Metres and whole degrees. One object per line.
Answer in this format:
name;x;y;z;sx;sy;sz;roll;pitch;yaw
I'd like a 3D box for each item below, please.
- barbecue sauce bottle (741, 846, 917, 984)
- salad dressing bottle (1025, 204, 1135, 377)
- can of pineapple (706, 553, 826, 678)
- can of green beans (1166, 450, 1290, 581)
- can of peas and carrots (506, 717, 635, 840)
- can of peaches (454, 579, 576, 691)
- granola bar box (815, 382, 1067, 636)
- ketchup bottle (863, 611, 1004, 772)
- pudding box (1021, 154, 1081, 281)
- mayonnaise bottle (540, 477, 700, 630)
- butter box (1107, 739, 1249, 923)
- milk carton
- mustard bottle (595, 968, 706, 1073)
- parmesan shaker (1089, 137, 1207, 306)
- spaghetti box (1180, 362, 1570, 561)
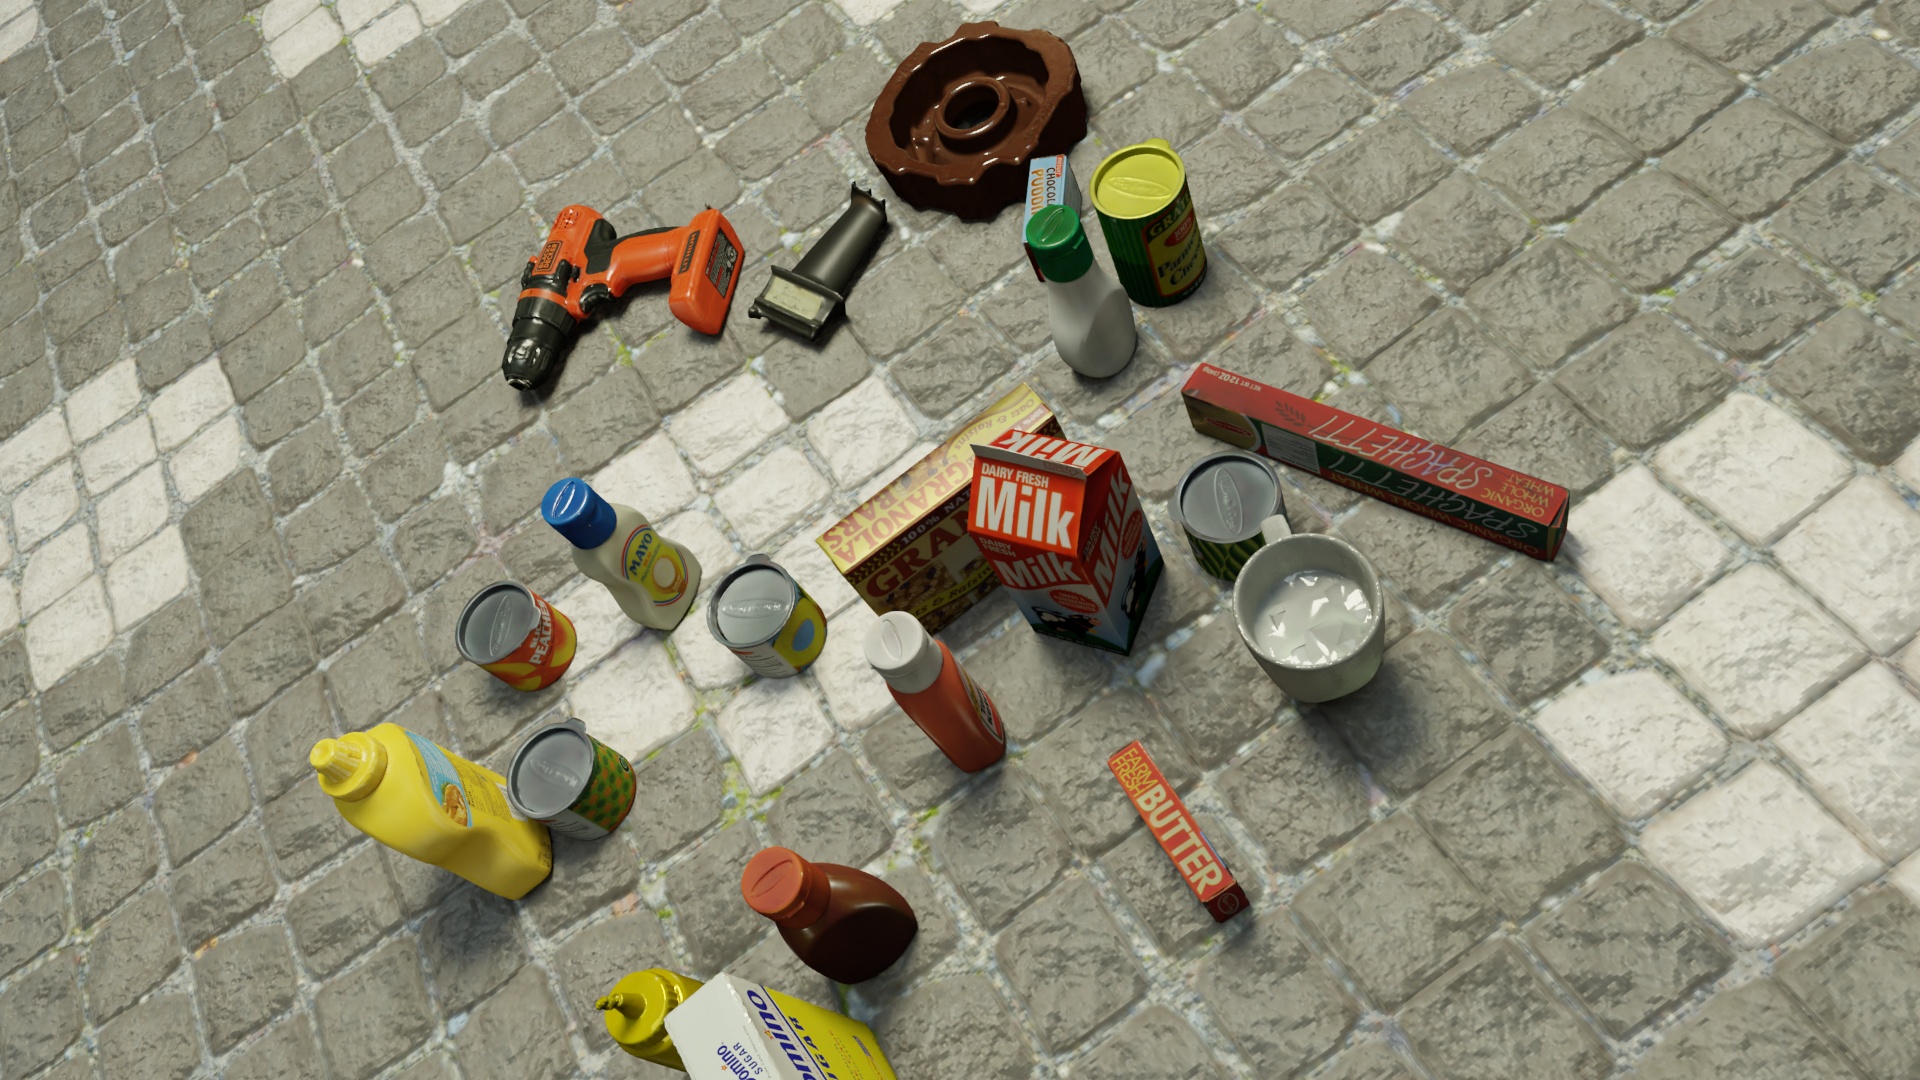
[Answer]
barbecue sauce bottle;-0.077;0.213;0.796;0.065;0.148;0.044;-39;57;-3
salad dressing bottle;0.082;-0.169;0.949;0.044;0.147;0.064;27;75;30
can of pineapple;-0.132;0.054;0.959;0.071;0.057;0.071;-9;60;16
can of green beans;0.174;-0.015;0.884;0.071;0.057;0.071;-9;60;16
can of peas and carrots;-0.263;0.163;0.946;0.071;0.058;0.071;-9;60;16
can of peaches;-0.323;0.071;1.019;0.071;0.058;0.071;-9;60;16
granola bar box;0.003;-0.011;0.905;0.165;0.124;0.039;-37;57;-2
ketchup bottle;-0.016;0.090;0.842;0.043;0.148;0.065;-28;57;4
pudding box;0.070;-0.245;1.054;0.030;0.049;0.084;-3;62;19
mayonnaise bottle;-0.236;0.007;0.968;0.041;0.147;0.065;10;67;25
butter box;0.125;0.168;0.804;0.024;0.053;0.104;-34;56;0
milk carton;0.063;-0.005;0.840;0.072;0.190;0.074;13;68;26
mustard bottle;-0.158;0.273;0.786;0.065;0.159;0.049;10;67;25
parmesan shaker;0.137;-0.224;0.986;0.071;0.102;0.071;-9;60;16
spaghetti box;0.258;-0.052;0.879;0.250;0.050;0.029;25;74;29
